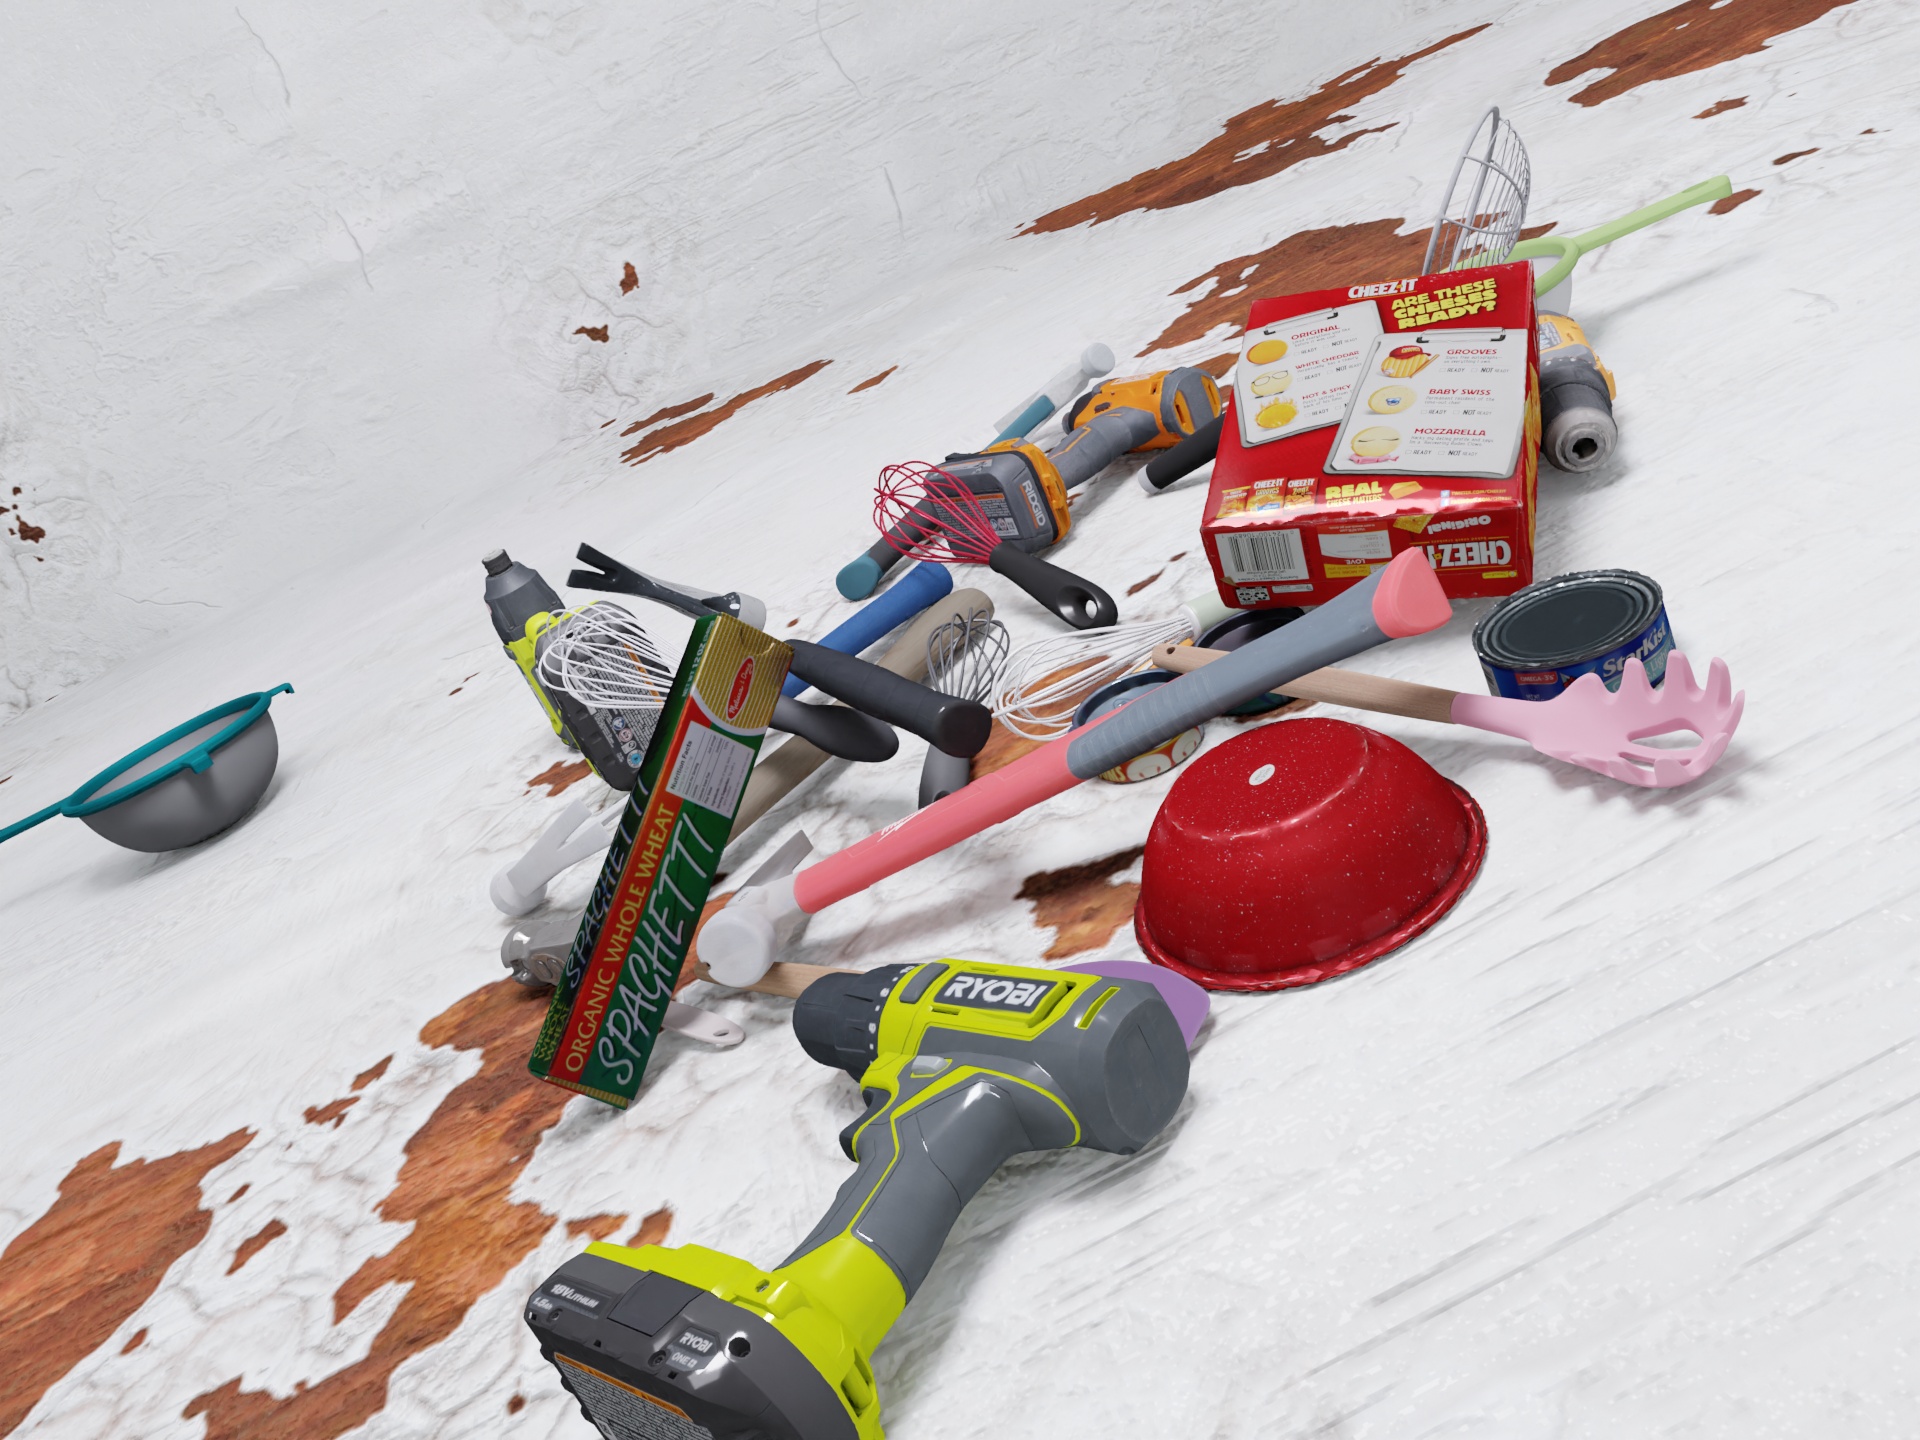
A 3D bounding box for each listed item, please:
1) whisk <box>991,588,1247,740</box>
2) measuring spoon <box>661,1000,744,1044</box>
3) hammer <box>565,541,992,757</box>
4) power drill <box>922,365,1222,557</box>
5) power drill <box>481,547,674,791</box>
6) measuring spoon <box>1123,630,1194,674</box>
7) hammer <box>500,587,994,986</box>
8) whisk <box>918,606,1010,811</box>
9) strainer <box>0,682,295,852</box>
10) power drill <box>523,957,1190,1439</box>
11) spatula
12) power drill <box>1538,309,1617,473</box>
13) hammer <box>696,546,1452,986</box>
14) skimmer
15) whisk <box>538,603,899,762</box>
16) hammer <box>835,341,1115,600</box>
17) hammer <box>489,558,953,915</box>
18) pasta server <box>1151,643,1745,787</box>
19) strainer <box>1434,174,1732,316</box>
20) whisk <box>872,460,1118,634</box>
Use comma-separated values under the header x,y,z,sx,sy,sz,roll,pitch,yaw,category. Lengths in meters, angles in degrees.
x,y,z,sx,sy,sz,roll,pitch,yaw,category
0.127,-0.053,0.927,0.246,0.058,0.059,-24,1,-13,whisk
-0.154,0.158,0.828,0.124,0.018,0.034,6,23,42,measuring spoon
-0.106,-0.044,0.937,0.409,0.149,0.036,24,95,55,hammer
0.083,-0.213,1.287,0.226,0.084,0.164,-34,22,-28,power drill
-0.290,-0.041,1.196,0.080,0.171,0.223,-34,27,-19,power drill
0.123,-0.035,0.950,0.117,0.011,0.021,-39,39,-19,measuring spoon
-0.101,0.026,0.999,0.146,0.038,0.411,-14,23,49,hammer
-0.001,-0.002,0.970,0.055,0.055,0.239,-19,29,17,whisk
-0.800,0.089,1.551,0.340,0.095,0.211,-24,20,12,strainer
-0.045,0.172,0.600,0.191,0.080,0.228,-2,30,44,power drill
-0.020,0.127,0.741,0.316,0.018,0.060,-2,40,42,spatula
0.292,-0.180,0.998,0.226,0.084,0.185,-14,27,17,power drill
0.051,0.018,0.777,0.386,0.038,0.143,-27,8,19,hammer
0.238,-0.274,1.099,0.363,0.090,0.127,-31,13,44,skimmer
-0.154,-0.017,0.985,0.285,0.070,0.070,17,44,30,whisk
0.007,-0.213,1.386,0.331,0.033,0.128,-46,10,-31,hammer
-0.143,-0.006,1.097,0.405,0.035,0.144,-40,3,-36,hammer
0.206,-0.015,0.743,0.316,0.040,0.060,14,60,48,pasta server
0.418,-0.299,1.118,0.256,0.069,0.152,-22,21,11,strainer
0.019,-0.122,1.133,0.073,0.073,0.296,-33,38,-17,whisk
